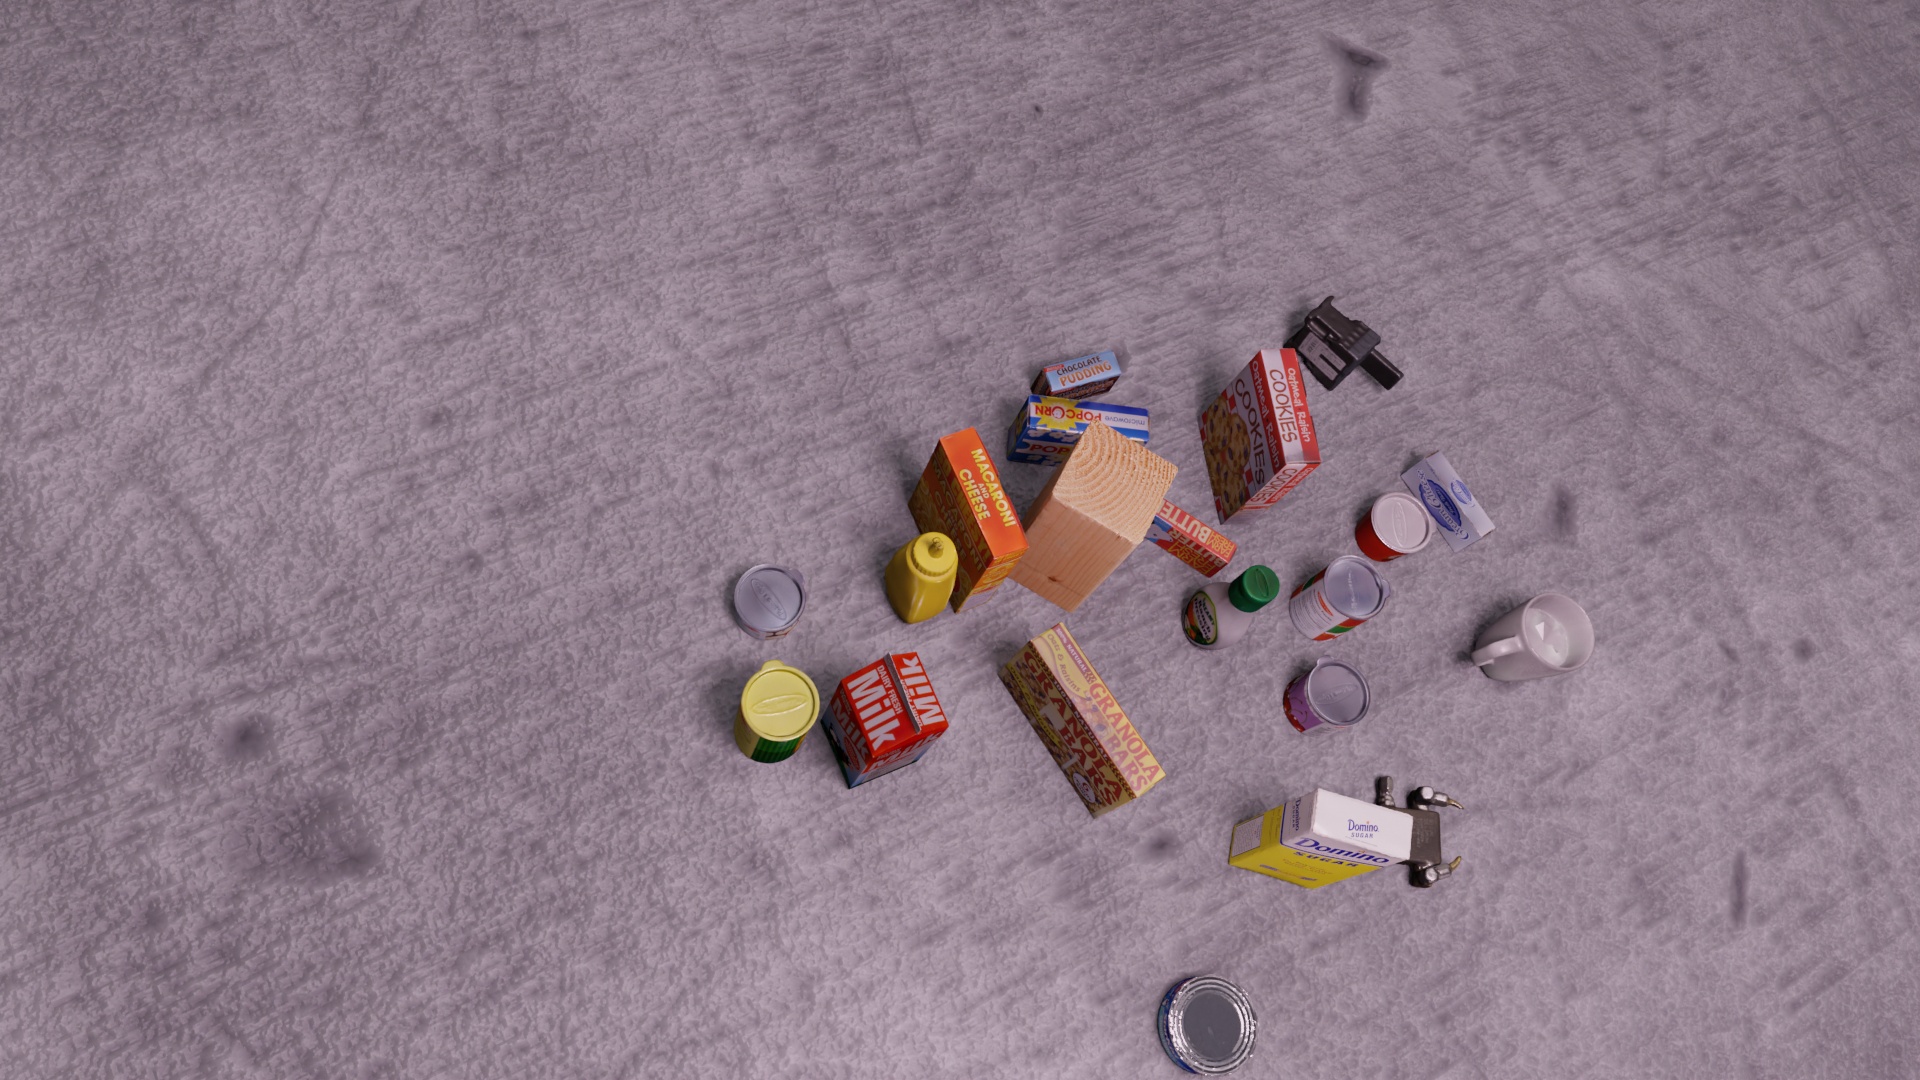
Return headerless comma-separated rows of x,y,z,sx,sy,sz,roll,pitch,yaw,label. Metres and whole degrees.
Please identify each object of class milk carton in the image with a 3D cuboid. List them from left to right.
-0.065,0.153,1.200,0.073,0.189,0.072,-20,76,-19,milk carton

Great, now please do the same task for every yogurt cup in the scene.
0.451,-0.011,1.458,0.072,0.053,0.072,4,69,-12,yogurt cup

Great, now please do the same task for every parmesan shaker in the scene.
-0.164,0.152,1.225,0.071,0.102,0.071,4,69,-12,parmesan shaker

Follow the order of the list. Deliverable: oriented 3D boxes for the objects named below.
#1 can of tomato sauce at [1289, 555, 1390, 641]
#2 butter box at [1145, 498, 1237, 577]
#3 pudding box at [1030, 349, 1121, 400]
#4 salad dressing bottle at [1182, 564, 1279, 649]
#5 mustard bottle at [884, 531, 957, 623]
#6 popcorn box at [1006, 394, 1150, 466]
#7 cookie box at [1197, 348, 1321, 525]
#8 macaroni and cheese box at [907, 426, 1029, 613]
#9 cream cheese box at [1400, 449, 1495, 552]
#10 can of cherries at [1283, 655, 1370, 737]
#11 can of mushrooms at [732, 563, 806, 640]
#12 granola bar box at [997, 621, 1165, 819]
0.380,0.059,1.398,0.071,0.082,0.071,4,69,-12,can of tomato sauce
0.224,-0.005,1.402,0.103,0.053,0.024,32,66,0,butter box
0.120,-0.167,1.441,0.084,0.049,0.030,-16,75,-18,pudding box
0.260,0.062,1.334,0.044,0.147,0.064,-9,73,-16,salad dressing bottle
-0.032,0.028,1.272,0.049,0.159,0.065,-21,76,-19,mustard bottle
0.118,-0.106,1.398,0.127,0.085,0.038,6,69,-11,popcorn box
0.298,-0.102,1.394,0.040,0.166,0.123,-3,71,-14,cookie box
0.005,-0.016,1.294,0.040,0.165,0.124,-19,76,-19,macaroni and cheese box
0.521,-0.041,1.486,0.024,0.053,0.104,-28,78,-21,cream cheese box
0.360,0.154,1.371,0.071,0.058,0.072,4,69,-12,can of cherries
-0.177,0.057,1.296,0.071,0.033,0.071,4,69,-12,can of mushrooms
0.109,0.166,1.272,0.039,0.123,0.166,-30,79,-21,granola bar box
